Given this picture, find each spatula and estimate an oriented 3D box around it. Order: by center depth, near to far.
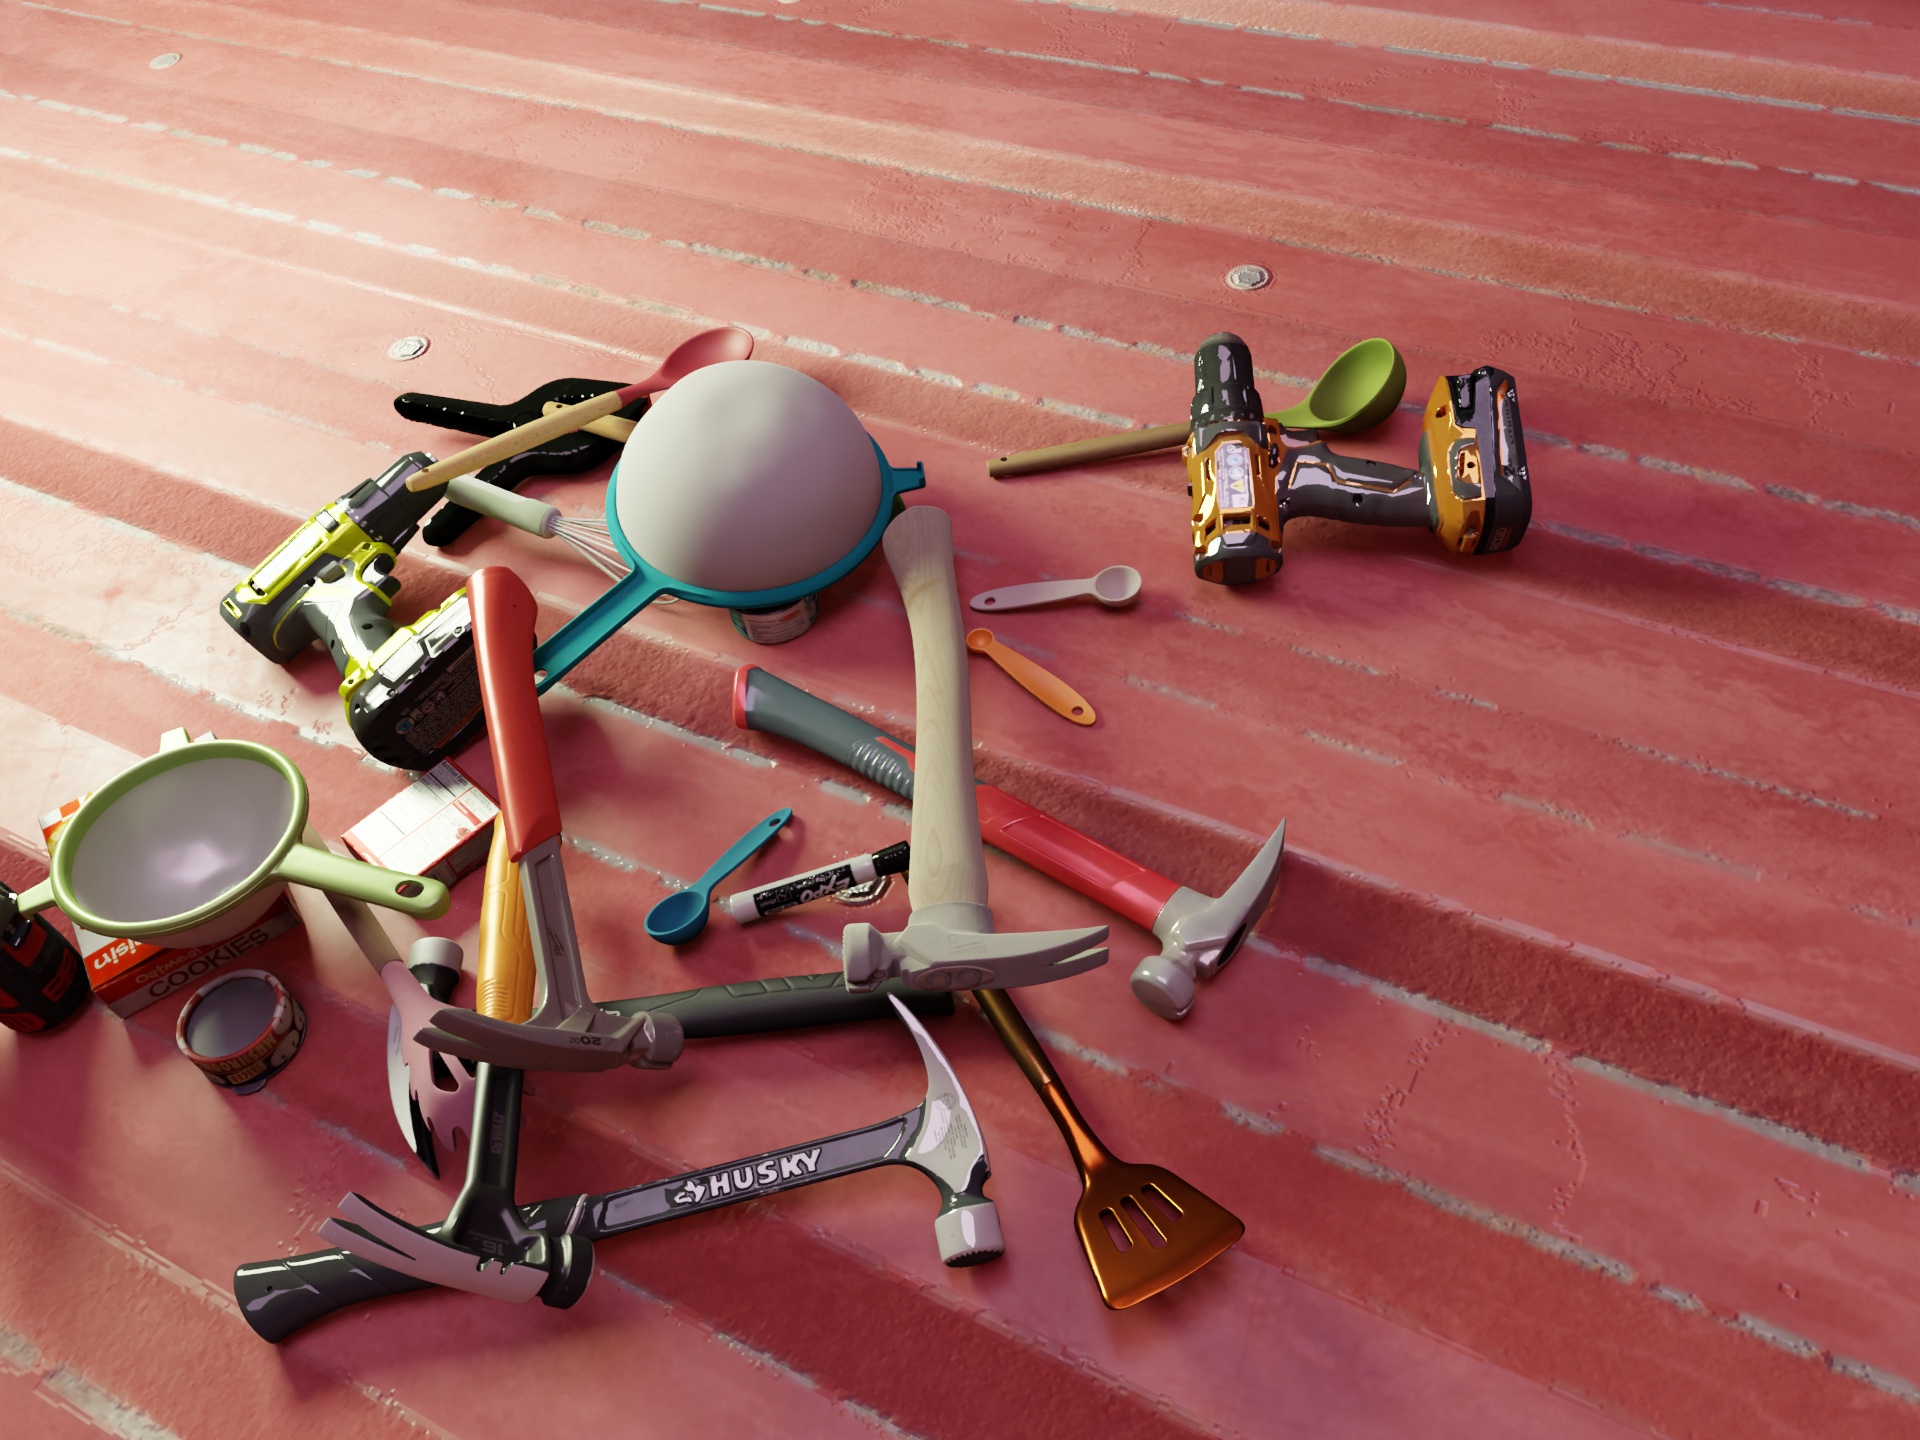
[{"bbox_3d":[0.038,0.182,0.891,0.081,0.041,0.323,-26,51,-12],"label":"spatula"}]

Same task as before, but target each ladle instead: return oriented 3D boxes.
[{"bbox_3d":[0.176,-0.229,1.204,0.320,0.062,0.078,-10,40,4],"label":"ladle"},{"bbox_3d":[-0.286,-0.239,1.228,0.069,0.031,0.315,30,47,33],"label":"ladle"}]

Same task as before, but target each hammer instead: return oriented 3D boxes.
[{"bbox_3d":[-0.188,0.259,0.854,0.409,0.036,0.149,-14,61,0],"label":"hammer"},{"bbox_3d":[-0.258,0.158,0.871,0.034,0.127,0.337,-50,30,24],"label":"hammer"},{"bbox_3d":[-0.170,0.178,0.930,0.335,0.035,0.146,-7,49,2],"label":"hammer"},{"bbox_3d":[-0.263,0.042,0.936,0.036,0.149,0.359,-44,49,28],"label":"hammer"},{"bbox_3d":[-0.002,-0.003,1.006,0.146,0.038,0.411,-4,44,-1],"label":"hammer"},{"bbox_3d":[0.013,0.042,1.013,0.386,0.038,0.143,27,58,27],"label":"hammer"}]

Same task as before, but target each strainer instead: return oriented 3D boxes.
[{"bbox_3d":[-0.415,0.097,0.960,0.256,0.069,0.152,11,49,15],"label":"strainer"},{"bbox_3d":[-0.193,-0.147,1.103,0.211,0.095,0.340,32,59,20],"label":"strainer"}]

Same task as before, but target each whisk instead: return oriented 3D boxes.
[{"bbox_3d":[-0.301,-0.146,1.196,0.246,0.059,0.058,22,17,18],"label":"whisk"}]

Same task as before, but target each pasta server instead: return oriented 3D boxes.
[{"bbox_3d":[-0.348,0.138,0.953,0.060,0.040,0.316,-34,49,-20],"label":"pasta server"}]

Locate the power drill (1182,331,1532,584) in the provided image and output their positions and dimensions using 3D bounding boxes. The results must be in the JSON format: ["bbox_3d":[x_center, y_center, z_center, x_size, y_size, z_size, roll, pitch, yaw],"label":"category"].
[{"bbox_3d":[0.269,-0.194,1.117,0.226,0.084,0.185,-4,71,8],"label":"power drill"}]

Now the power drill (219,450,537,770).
[{"bbox_3d":[-0.405,-0.086,1.140,0.190,0.080,0.229,-46,57,-10],"label":"power drill"}]

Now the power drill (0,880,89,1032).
[{"bbox_3d":[-0.670,0.121,0.957,0.227,0.187,0.080,-2,49,12],"label":"power drill"}]

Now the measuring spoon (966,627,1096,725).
[{"bbox_3d":[0.048,-0.028,1.086,0.021,0.011,0.117,-40,60,-22],"label":"measuring spoon"}]

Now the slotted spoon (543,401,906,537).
[{"bbox_3d":[-0.188,-0.203,1.230,0.314,0.031,0.070,18,51,15],"label":"slotted spoon"}]

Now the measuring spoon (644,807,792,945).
[{"bbox_3d":[-0.146,0.101,1.005,0.042,0.021,0.129,6,39,42],"label":"measuring spoon"}]

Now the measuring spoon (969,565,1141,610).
[{"bbox_3d":[0.068,-0.087,1.131,0.124,0.018,0.034,-6,50,12],"label":"measuring spoon"}]
